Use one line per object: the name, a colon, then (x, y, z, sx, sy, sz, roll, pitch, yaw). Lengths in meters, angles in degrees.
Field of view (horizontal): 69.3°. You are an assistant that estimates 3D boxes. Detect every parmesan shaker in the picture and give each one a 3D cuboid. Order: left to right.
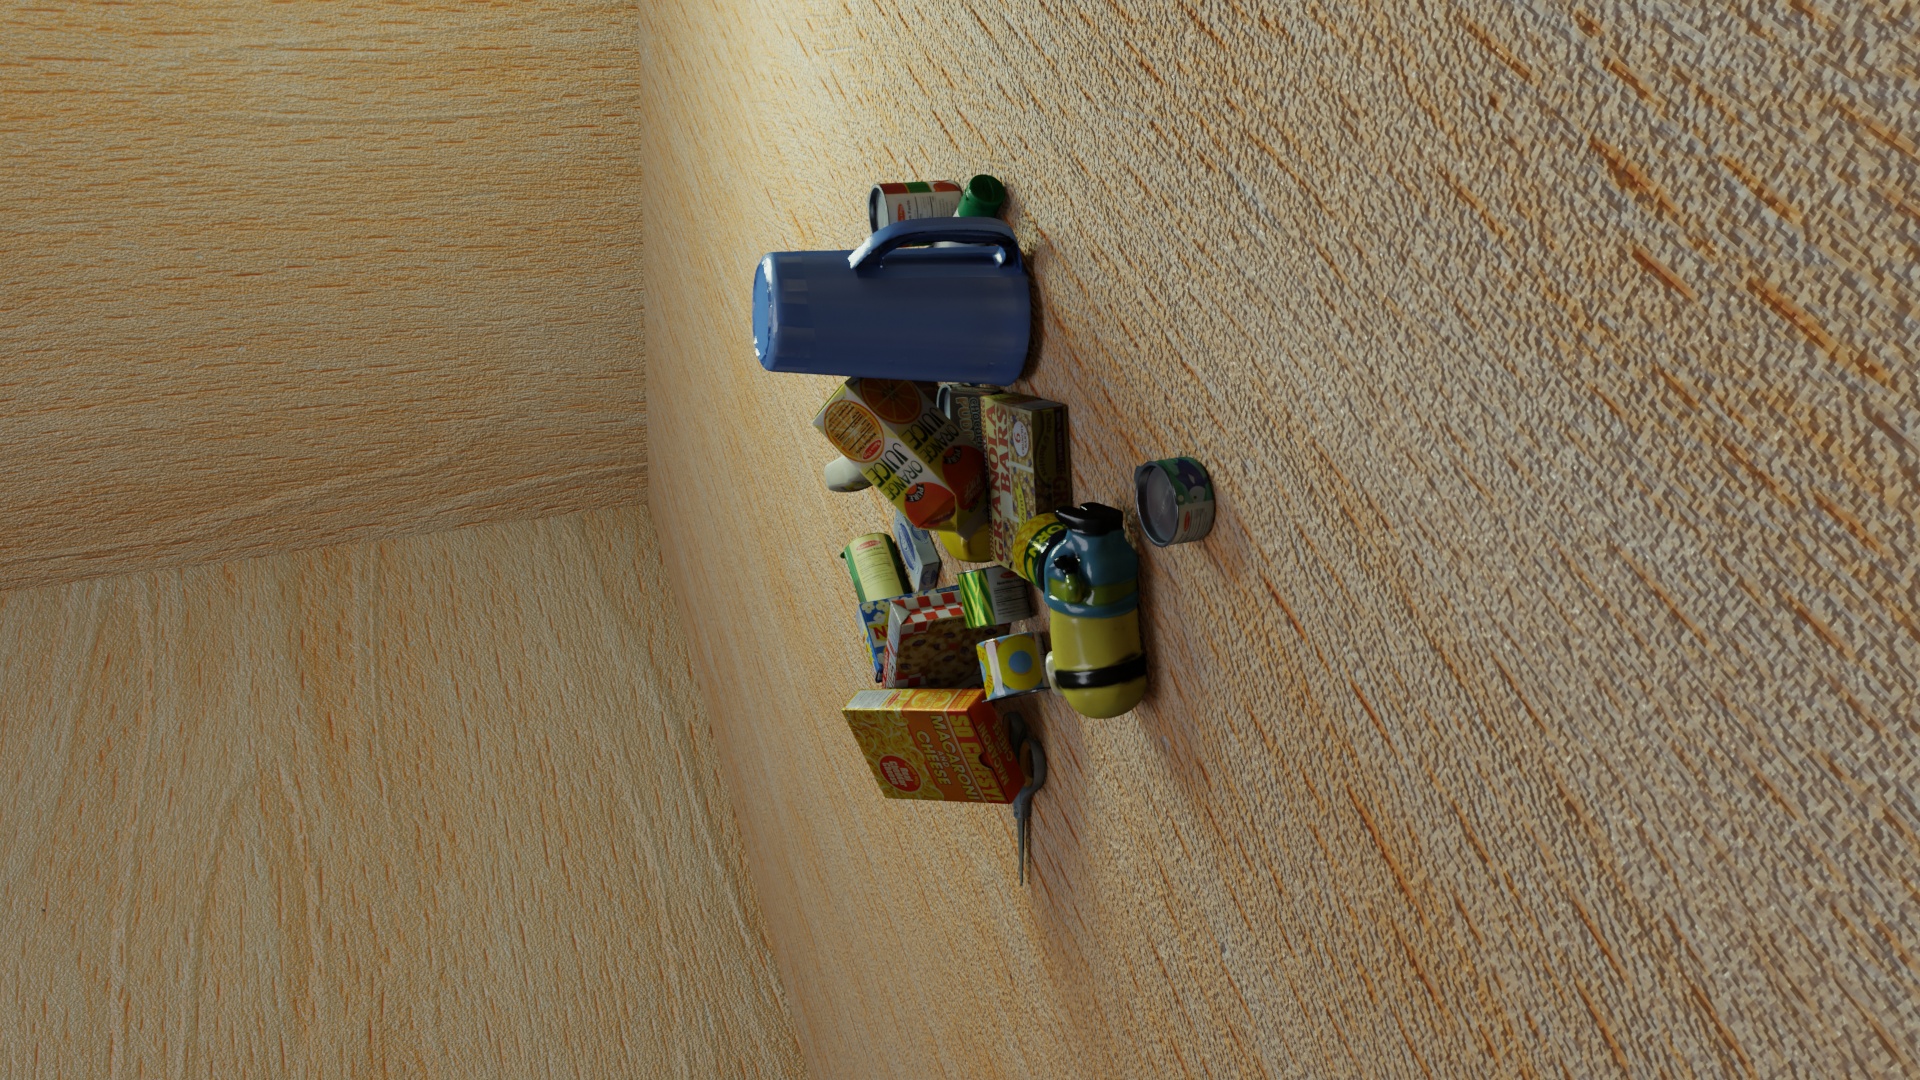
parmesan shaker: (-0.107, 0.051, 1.775, 0.071, 0.071, 0.103, 111, 145, -54)

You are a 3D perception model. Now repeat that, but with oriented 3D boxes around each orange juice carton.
orange juice carton: (-0.045, -0.084, 1.361, 0.192, 0.072, 0.072, 45, 135, -3)

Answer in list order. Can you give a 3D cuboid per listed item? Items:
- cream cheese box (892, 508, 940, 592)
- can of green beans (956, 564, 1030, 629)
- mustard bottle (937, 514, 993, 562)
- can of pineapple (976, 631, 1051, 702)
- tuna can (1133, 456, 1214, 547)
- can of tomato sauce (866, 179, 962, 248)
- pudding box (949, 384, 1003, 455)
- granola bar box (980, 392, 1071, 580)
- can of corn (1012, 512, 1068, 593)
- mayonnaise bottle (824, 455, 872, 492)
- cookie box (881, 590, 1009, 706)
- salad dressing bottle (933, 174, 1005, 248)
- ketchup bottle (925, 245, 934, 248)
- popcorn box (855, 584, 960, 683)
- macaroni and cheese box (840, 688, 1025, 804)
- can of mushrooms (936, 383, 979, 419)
cream cheese box: (-0.054, 0.007, 1.677, 0.053, 0.024, 0.104, 102, 152, -48)
can of green beans: (0.033, 0.055, 1.391, 0.071, 0.071, 0.058, 162, 98, -70)
mustard bottle: (0.005, -0.018, 1.451, 0.160, 0.065, 0.048, -134, 39, -69)
can of pineapple: (0.051, 0.124, 1.367, 0.071, 0.071, 0.058, 143, 117, -68)
tuna can: (0.160, -0.031, 1.048, 0.071, 0.033, 0.071, 172, 89, -70)
can of tomato sauce: (-0.046, -0.333, 1.418, 0.071, 0.083, 0.071, 172, 89, -71)
pudding box: (0.017, -0.110, 1.388, 0.049, 0.030, 0.083, 9, 112, 27)
granola bar box: (0.061, -0.051, 1.307, 0.124, 0.039, 0.165, -152, 56, -66)
can of corn: (0.085, 0.012, 1.225, 0.058, 0.071, 0.071, -139, 44, -62)
mayonnaise bottle: (-0.107, -0.083, 1.563, 0.148, 0.065, 0.041, 164, 98, -69)
cookie box: (-0.018, 0.128, 1.479, 0.040, 0.123, 0.166, -118, 27, -44)
salad dressing bottle: (0.005, -0.296, 1.353, 0.147, 0.044, 0.064, 123, 140, -60)
ketchup bottle: (-0.038, -0.252, 1.492, 0.148, 0.043, 0.065, 110, 145, -54)
popcorn box: (-0.044, 0.102, 1.539, 0.038, 0.127, 0.085, 105, 150, -55)
macaroni and cheese box: (-0.029, 0.214, 1.441, 0.166, 0.040, 0.123, -5, 120, 36)
can of mushrooms: (0.002, -0.130, 1.447, 0.071, 0.033, 0.071, 173, 89, -70)
